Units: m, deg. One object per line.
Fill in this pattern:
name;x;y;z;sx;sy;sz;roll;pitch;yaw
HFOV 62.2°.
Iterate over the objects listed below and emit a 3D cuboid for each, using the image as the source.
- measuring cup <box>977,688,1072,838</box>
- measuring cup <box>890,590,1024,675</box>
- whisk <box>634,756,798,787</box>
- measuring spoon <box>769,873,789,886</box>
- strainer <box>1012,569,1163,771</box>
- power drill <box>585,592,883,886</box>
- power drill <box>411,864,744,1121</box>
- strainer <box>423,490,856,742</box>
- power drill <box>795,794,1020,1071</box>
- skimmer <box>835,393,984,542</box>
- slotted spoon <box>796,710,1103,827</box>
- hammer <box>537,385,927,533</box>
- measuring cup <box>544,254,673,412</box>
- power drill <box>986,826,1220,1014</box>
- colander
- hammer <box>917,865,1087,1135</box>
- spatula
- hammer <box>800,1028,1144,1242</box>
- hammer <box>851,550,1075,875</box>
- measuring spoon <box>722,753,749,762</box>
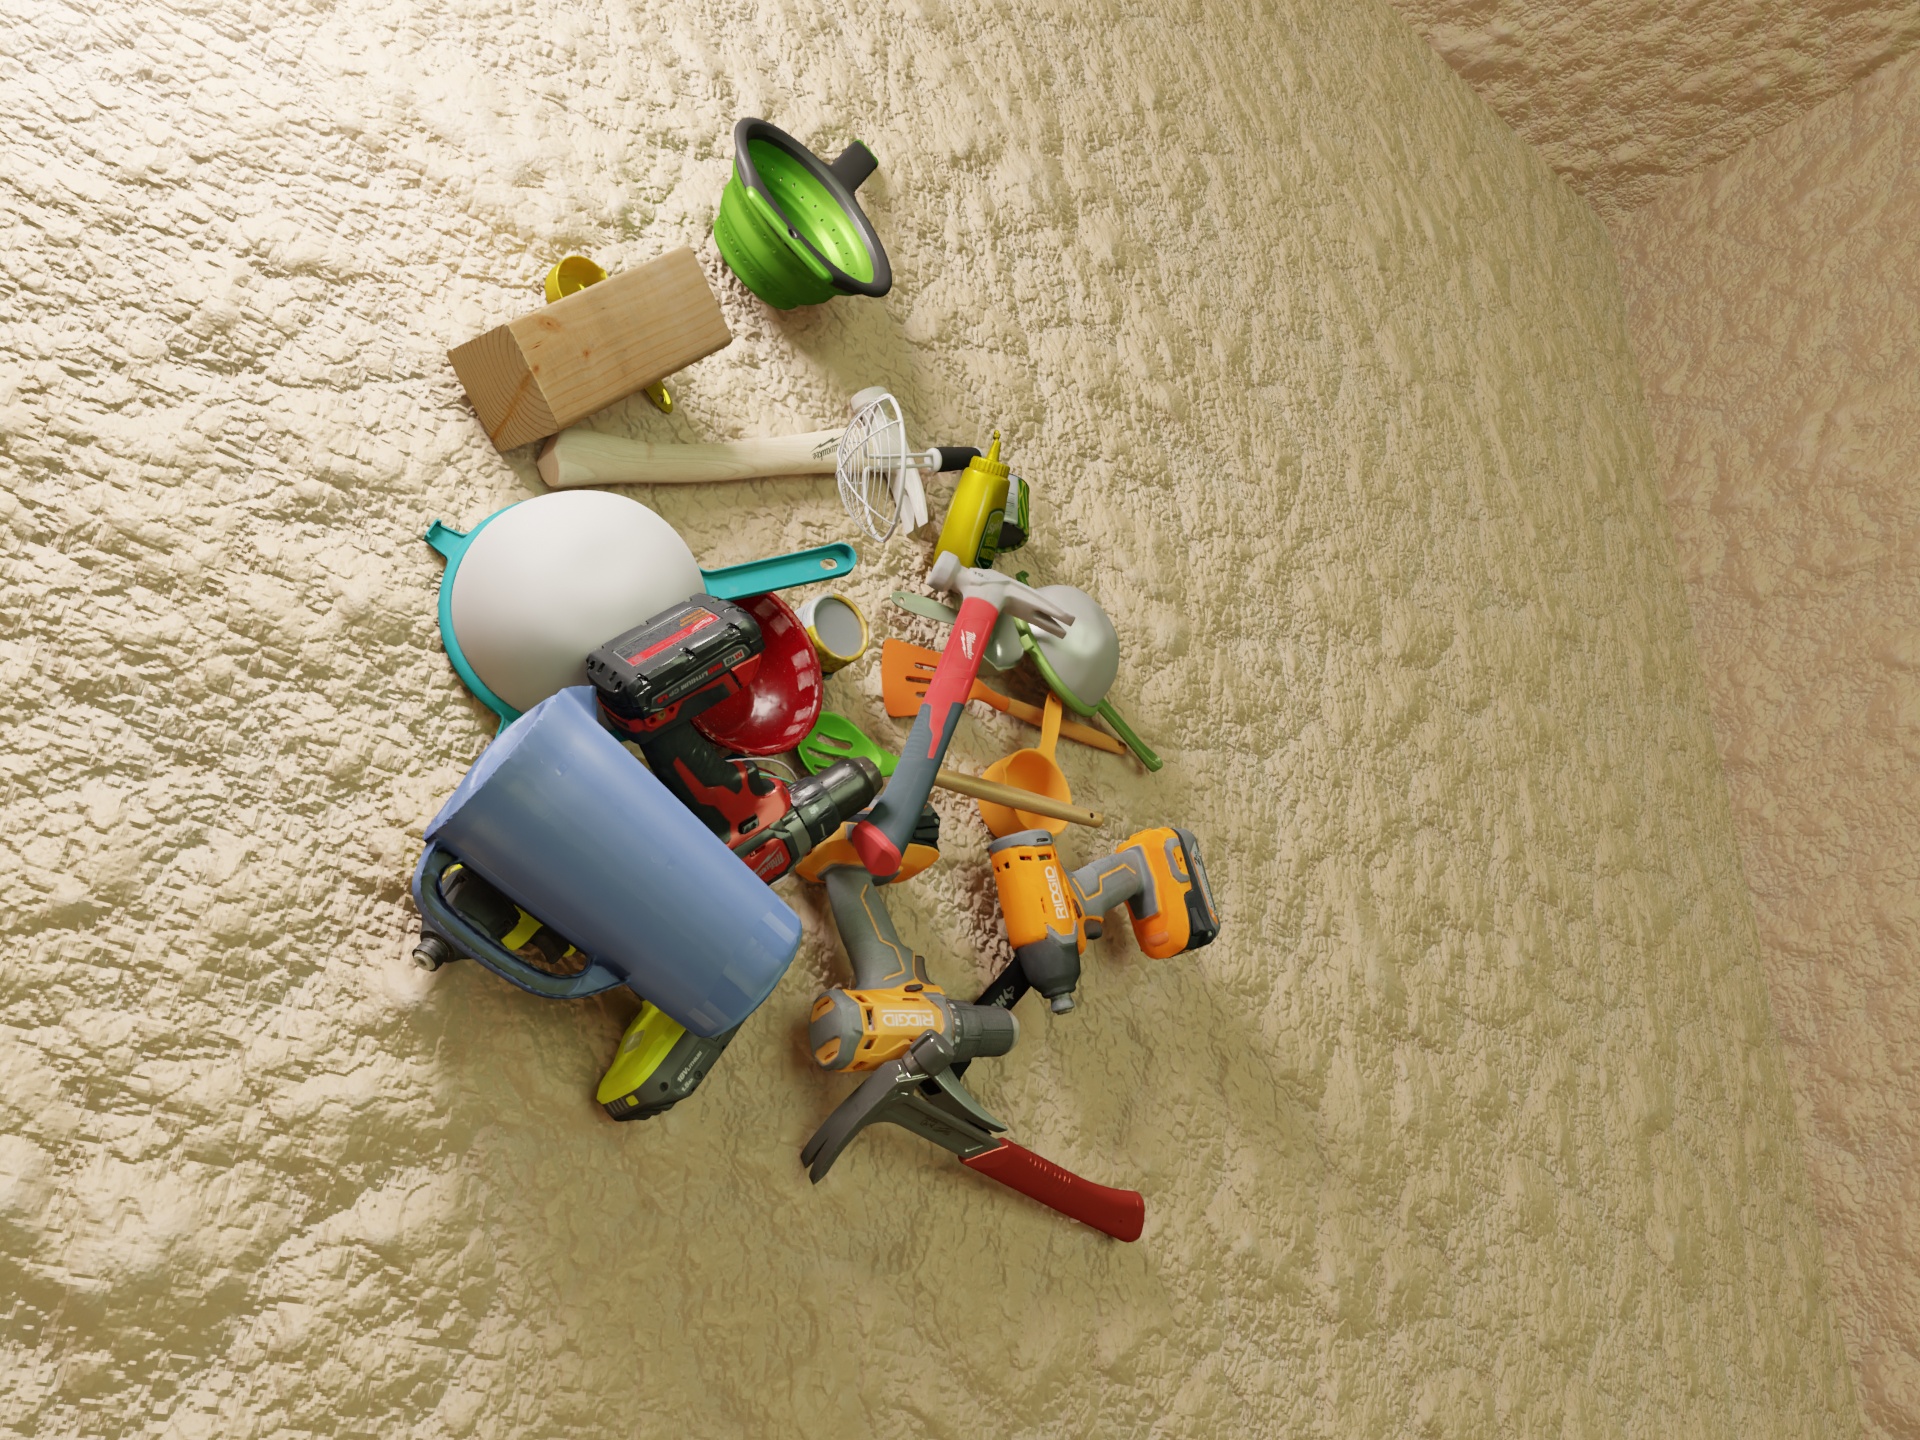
measuring cup;0.065;0.043;1.540;0.095;0.052;0.174;36;47;-27
measuring cup;-0.011;-0.091;1.542;0.167;0.038;0.083;17;59;-36
whisk;-0.228;0.044;1.244;0.244;0.051;0.047;12;50;-29
measuring spoon;-0.189;0.128;1.267;0.124;0.018;0.034;-3;81;-44
strainer;0.150;-0.047;1.625;0.256;0.069;0.152;48;22;-25
power drill;-0.161;0.020;1.185;0.188;0.080;0.226;-32;125;-22
power drill;-0.267;0.172;1.131;0.223;0.080;0.171;47;44;-12
strainer;-0.222;-0.109;1.220;0.340;0.095;0.211;-15;75;-27
power drill;-0.045;0.179;1.311;0.185;0.084;0.226;8;57;-34
skimmer;-0.022;-0.240;1.496;0.363;0.090;0.127;-25;121;-66
slotted spoon;-0.007;0.056;1.430;0.313;0.031;0.070;16;60;-23
hammer;-0.192;-0.226;1.431;0.410;0.038;0.146;-13;81;-47
measuring cup;-0.305;-0.330;1.385;0.156;0.029;0.062;56;45;-26
power drill;0.134;0.180;1.470;0.226;0.084;0.164;0;70;-40
colander;-0.155;-0.501;1.580;0.204;0.094;0.397;46;27;-18
hammer;0.060;0.235;1.450;0.146;0.035;0.335;57;42;-6
spatula;0.053;-0.008;1.575;0.322;0.041;0.081;20;58;-42
hammer;0.035;0.375;1.323;0.358;0.149;0.037;38;9;-39
hammer;-0.002;-0.004;1.386;0.143;0.038;0.387;25;43;-4
measuring spoon;-0.182;0.092;1.300;0.042;0.021;0.129;0;80;-37
